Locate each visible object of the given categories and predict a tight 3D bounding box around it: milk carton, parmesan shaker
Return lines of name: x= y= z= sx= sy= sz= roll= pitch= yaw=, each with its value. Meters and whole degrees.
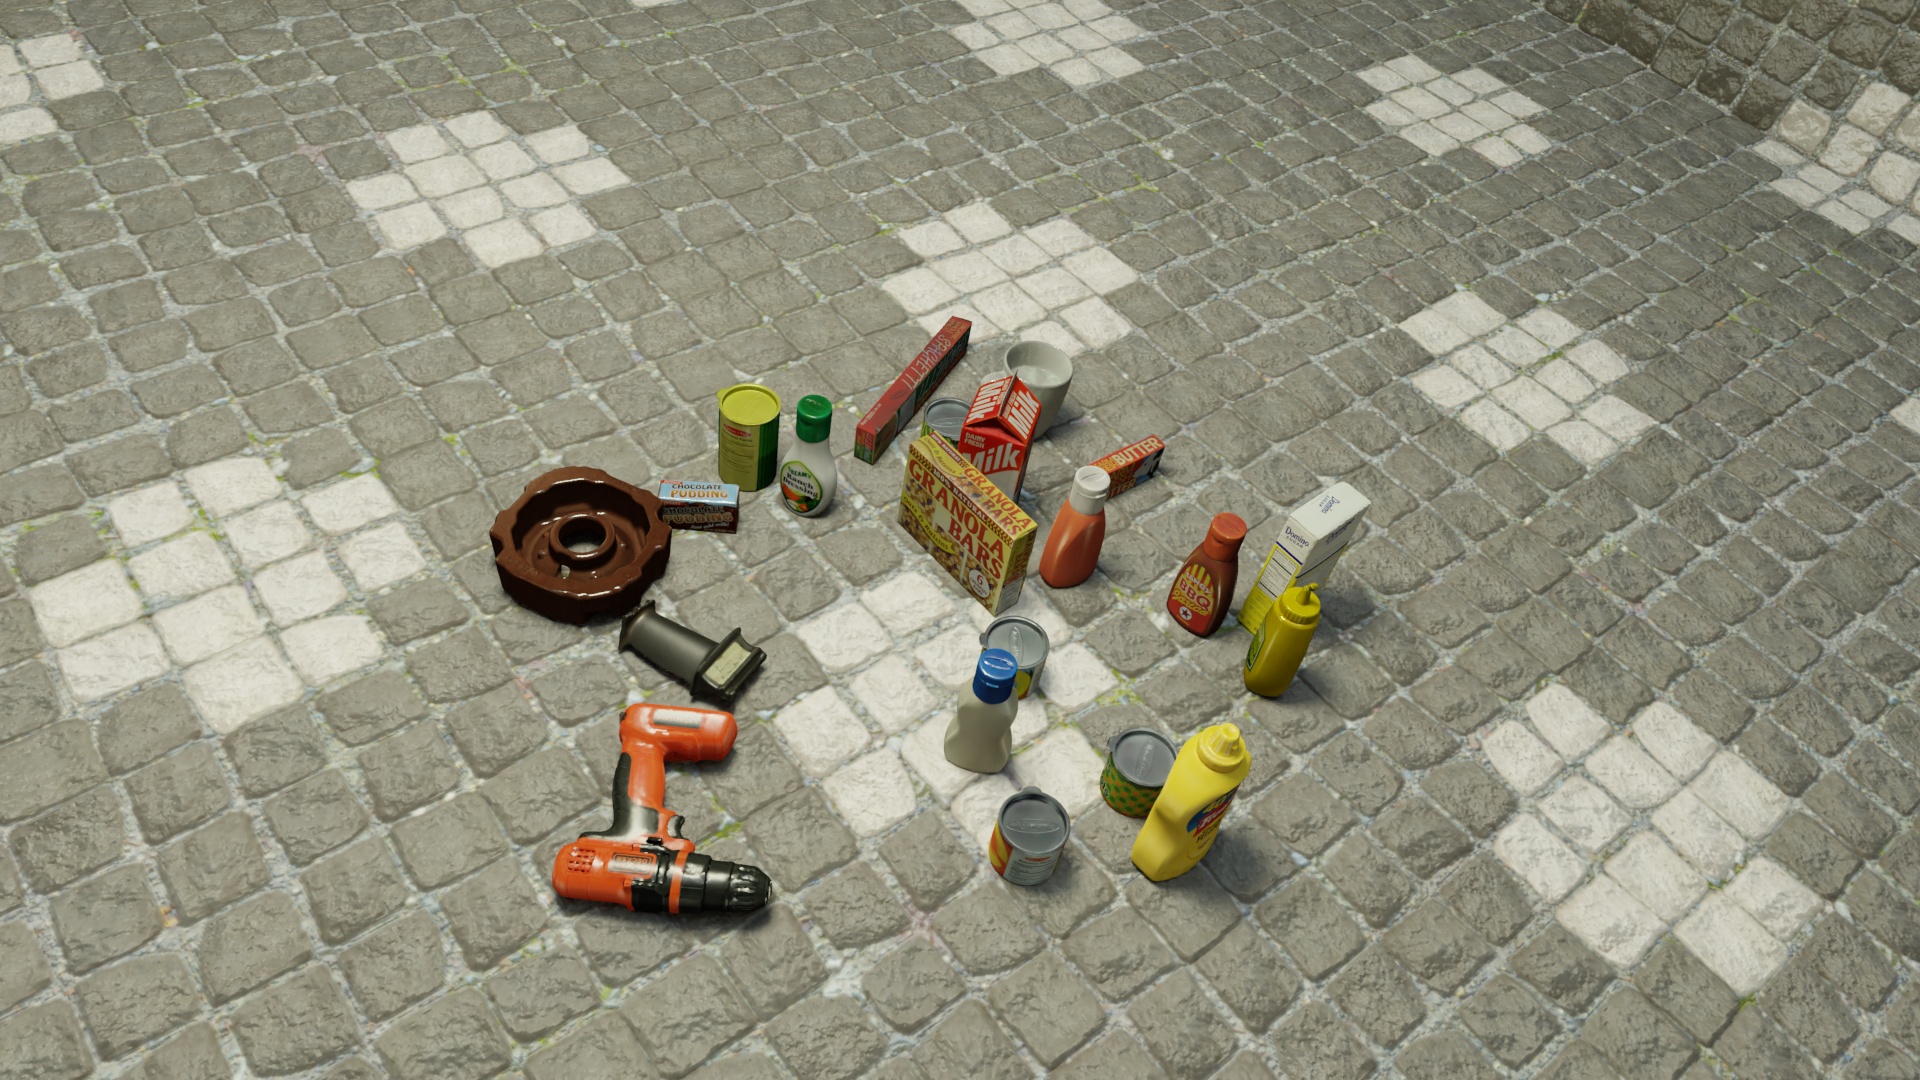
milk carton: x=0.037 y=-0.095 z=1.494 sx=0.073 sy=0.189 sz=0.073 roll=17 pitch=47 yaw=5
parmesan shaker: x=-0.234 y=-0.113 z=1.518 sx=0.071 sy=0.102 sz=0.072 roll=6 pitch=47 yaw=-6

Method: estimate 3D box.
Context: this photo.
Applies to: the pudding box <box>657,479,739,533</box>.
pudding box: x=-0.278 y=-0.037 z=1.475 sx=0.084 sy=0.049 sz=0.030 roll=5 pitch=47 yaw=-7

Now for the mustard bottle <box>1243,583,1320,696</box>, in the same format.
mustard bottle: x=0.328 y=0.091 z=1.399 sx=0.049 sy=0.159 sz=0.066 roll=14 pitch=47 yaw=2

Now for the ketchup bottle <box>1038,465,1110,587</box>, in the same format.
ketchup bottle: x=0.125 y=-0.014 z=1.465 sx=0.065 sy=0.148 sz=0.044 roll=-18 pitch=54 yaw=-25

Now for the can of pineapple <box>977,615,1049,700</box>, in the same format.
can of pineapple: x=0.050 y=0.118 z=1.391 sx=0.071 sy=0.057 sz=0.071 roll=6 pitch=47 yaw=-6

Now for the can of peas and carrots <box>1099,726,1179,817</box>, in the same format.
can of peas and carrots: x=0.167 y=0.220 z=1.318 sx=0.071 sy=0.058 sz=0.071 roll=6 pitch=47 yaw=-6

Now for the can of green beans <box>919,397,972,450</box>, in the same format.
can of green beans: x=-0.013 y=-0.122 z=1.600 sx=0.071 sy=0.057 sz=0.071 roll=6 pitch=47 yaw=-6

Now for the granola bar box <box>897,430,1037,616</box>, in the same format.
granola bar box: x=0.005 y=-0.018 z=1.462 sx=0.039 sy=0.123 sz=0.166 roll=-28 pitch=58 yaw=-31

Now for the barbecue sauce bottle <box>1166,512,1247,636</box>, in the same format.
barbecue sauce bottle: x=0.261 y=0.033 z=1.447 sx=0.044 sy=0.147 sz=0.065 roll=-31 pitch=60 yaw=-32

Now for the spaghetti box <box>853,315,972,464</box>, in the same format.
spaghetti box: x=-0.054 y=-0.184 z=1.654 sx=0.029 sy=0.049 sz=0.251 roll=25 pitch=48 yaw=12

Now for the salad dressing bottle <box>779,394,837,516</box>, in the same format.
salad dressing bottle: x=-0.160 y=-0.090 z=1.481 sx=0.064 sy=0.146 sz=0.044 roll=27 pitch=49 yaw=14

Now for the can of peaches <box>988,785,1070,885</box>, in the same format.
can of peaches: x=0.062 y=0.267 z=1.255 sx=0.071 sy=0.057 sz=0.071 roll=6 pitch=47 yaw=-6

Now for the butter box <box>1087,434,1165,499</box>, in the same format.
butter box: x=0.188 y=-0.081 z=1.604 sx=0.104 sy=0.052 sz=0.024 roll=-25 pitch=57 yaw=-29

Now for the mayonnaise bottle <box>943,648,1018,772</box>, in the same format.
mayonnaise bottle: x=0.024 y=0.158 z=1.287 sx=0.065 sy=0.147 sz=0.041 roll=15 pitch=47 yaw=3
